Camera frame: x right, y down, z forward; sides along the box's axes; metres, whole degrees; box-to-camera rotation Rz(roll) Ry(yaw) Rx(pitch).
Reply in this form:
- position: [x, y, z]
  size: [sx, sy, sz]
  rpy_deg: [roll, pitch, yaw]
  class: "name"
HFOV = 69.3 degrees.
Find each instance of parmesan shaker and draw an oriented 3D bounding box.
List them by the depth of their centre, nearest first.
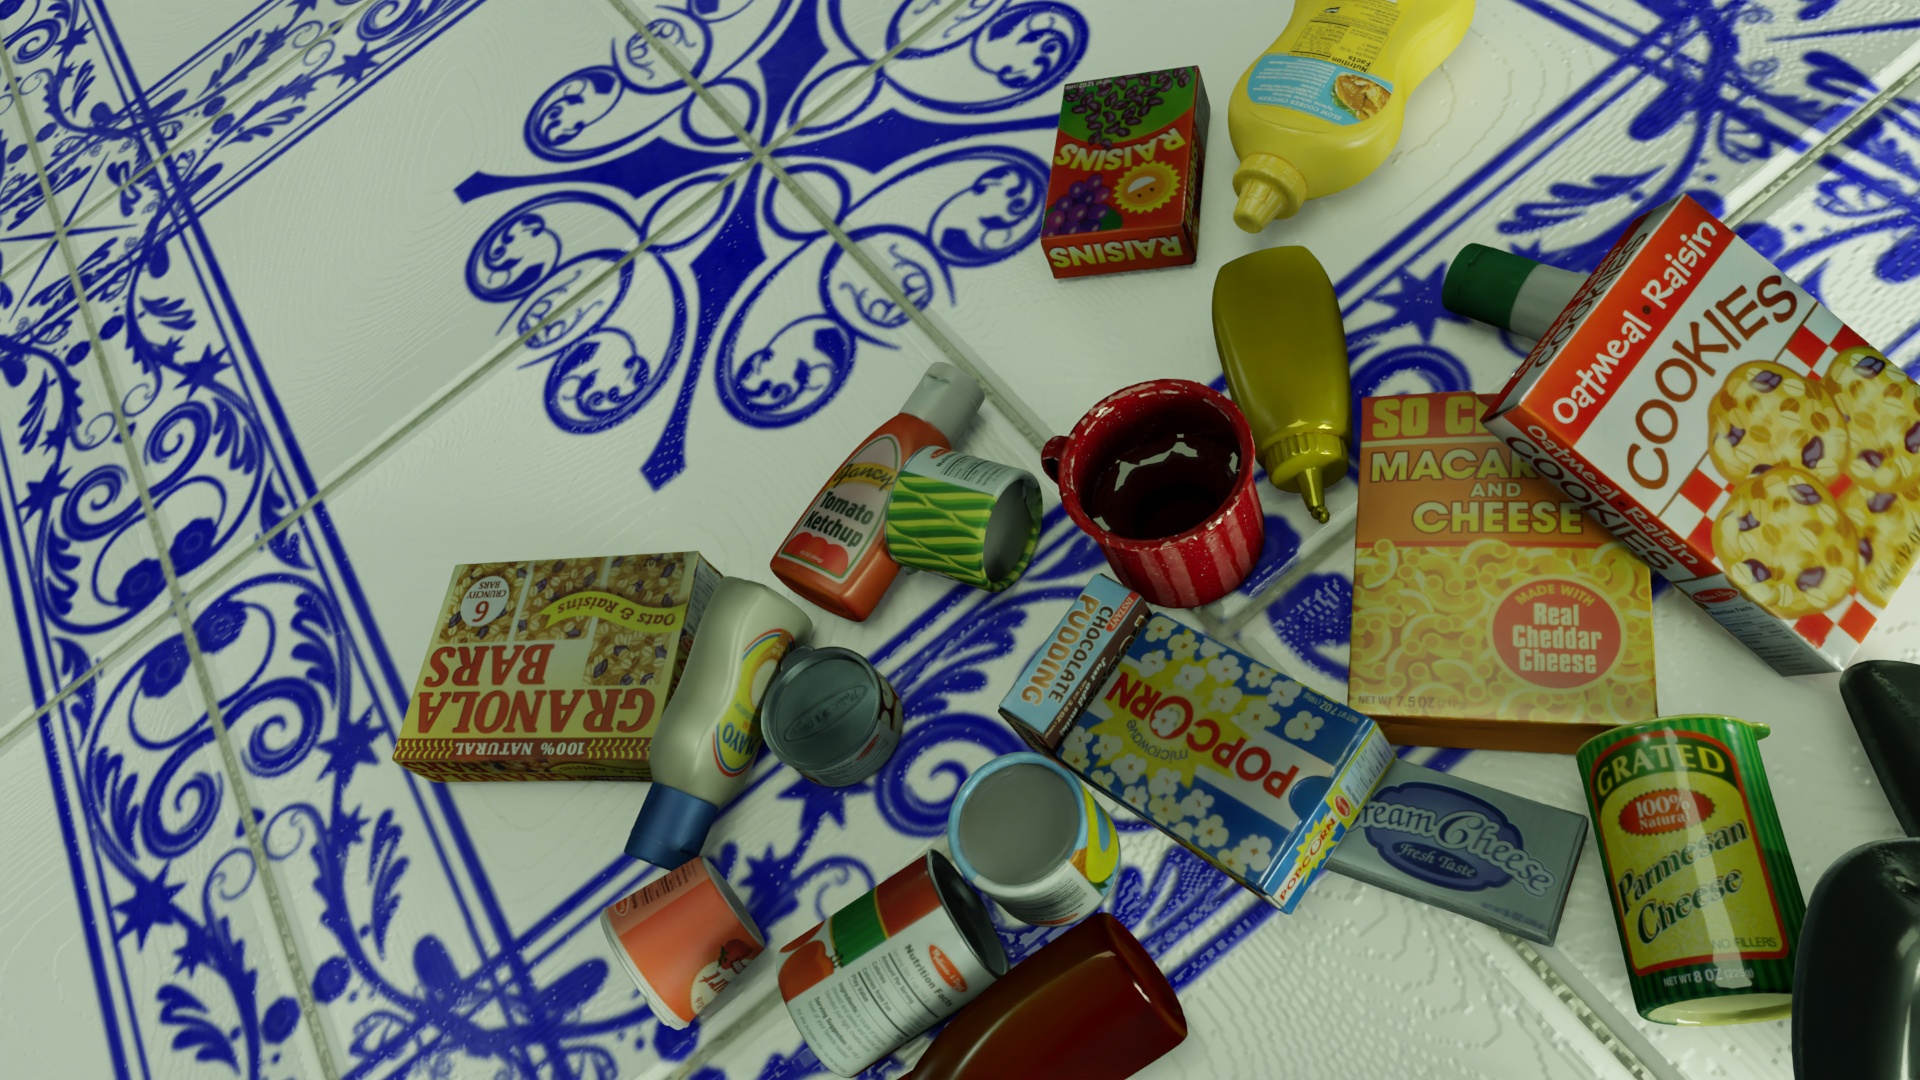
- position: [0.284, 0.125, 0.529]
  size: [0.071, 0.071, 0.103]
  rpy_deg: [-10, 59, 16]
  class: "parmesan shaker"

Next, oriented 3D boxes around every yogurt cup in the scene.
- position: [-0.130, 0.188, 0.661]
  size: [0.054, 0.072, 0.072]
  rpy_deg: [-36, 55, -10]
  class: "yogurt cup"

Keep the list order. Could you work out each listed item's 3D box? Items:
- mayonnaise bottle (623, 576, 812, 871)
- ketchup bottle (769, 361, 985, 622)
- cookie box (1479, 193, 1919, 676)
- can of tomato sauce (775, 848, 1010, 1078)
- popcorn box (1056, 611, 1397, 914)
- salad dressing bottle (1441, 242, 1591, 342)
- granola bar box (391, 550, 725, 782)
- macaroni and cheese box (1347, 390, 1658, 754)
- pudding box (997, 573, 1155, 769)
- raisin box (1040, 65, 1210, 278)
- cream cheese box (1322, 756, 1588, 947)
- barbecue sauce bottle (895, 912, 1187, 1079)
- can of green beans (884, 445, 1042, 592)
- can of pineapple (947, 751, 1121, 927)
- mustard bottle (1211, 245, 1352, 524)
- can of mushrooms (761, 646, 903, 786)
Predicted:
- position: [-0.126, 0.096, 0.715]
  size: [0.041, 0.064, 0.148]
  rpy_deg: [11, 70, 29]
  class: "mayonnaise bottle"
- position: [-0.040, -0.030, 0.762]
  size: [0.065, 0.043, 0.149]
  rpy_deg: [22, 71, 35]
  class: "ketchup bottle"
- position: [0.322, -0.044, 0.581]
  size: [0.167, 0.040, 0.123]
  rpy_deg: [40, 79, 2]
  class: "cookie box"
- position: [-0.030, 0.188, 0.619]
  size: [0.083, 0.071, 0.071]
  rpy_deg: [-34, 55, 4]
  class: "can of tomato sauce"
- position: [0.114, 0.094, 0.615]
  size: [0.127, 0.038, 0.085]
  rpy_deg: [27, 76, 46]
  class: "popcorn box"
- position: [0.308, -0.105, 0.668]
  size: [0.148, 0.043, 0.064]
  rpy_deg: [30, 72, 33]
  class: "salad dressing bottle"
- position: [-0.222, 0.072, 0.778]
  size: [0.165, 0.039, 0.125]
  rpy_deg: [-3, 60, 20]
  class: "granola bar box"
- position: [0.243, 0.010, 0.629]
  size: [0.124, 0.040, 0.167]
  rpy_deg: [0, 62, 21]
  class: "macaroni and cheese box"
- position: [0.059, 0.064, 0.665]
  size: [0.030, 0.049, 0.084]
  rpy_deg: [29, 75, 34]
  class: "pudding box"
- position: [0.098, -0.216, 0.818]
  size: [0.086, 0.040, 0.124]
  rpy_deg: [-1, 60, 20]
  class: "raisin box"
- position: [0.203, 0.127, 0.587]
  size: [0.104, 0.024, 0.053]
  rpy_deg: [15, 67, 28]
  class: "cream cheese box"
- position: [0.019, 0.221, 0.587]
  size: [0.148, 0.064, 0.044]
  rpy_deg: [-35, 17, 8]
  class: "barbecue sauce bottle"
- position: [0.003, -0.011, 0.721]
  size: [0.058, 0.071, 0.071]
  rpy_deg: [17, 69, 28]
  class: "can of green beans"
- position: [0.033, 0.134, 0.630]
  size: [0.071, 0.057, 0.071]
  rpy_deg: [-10, 59, 17]
  class: "can of pineapple"
- position: [0.167, -0.075, 0.703]
  size: [0.065, 0.048, 0.161]
  rpy_deg: [-11, 59, 15]
  class: "mustard bottle"
- position: [-0.066, 0.089, 0.710]
  size: [0.071, 0.033, 0.071]
  rpy_deg: [-10, 59, 17]
  class: "can of mushrooms"
